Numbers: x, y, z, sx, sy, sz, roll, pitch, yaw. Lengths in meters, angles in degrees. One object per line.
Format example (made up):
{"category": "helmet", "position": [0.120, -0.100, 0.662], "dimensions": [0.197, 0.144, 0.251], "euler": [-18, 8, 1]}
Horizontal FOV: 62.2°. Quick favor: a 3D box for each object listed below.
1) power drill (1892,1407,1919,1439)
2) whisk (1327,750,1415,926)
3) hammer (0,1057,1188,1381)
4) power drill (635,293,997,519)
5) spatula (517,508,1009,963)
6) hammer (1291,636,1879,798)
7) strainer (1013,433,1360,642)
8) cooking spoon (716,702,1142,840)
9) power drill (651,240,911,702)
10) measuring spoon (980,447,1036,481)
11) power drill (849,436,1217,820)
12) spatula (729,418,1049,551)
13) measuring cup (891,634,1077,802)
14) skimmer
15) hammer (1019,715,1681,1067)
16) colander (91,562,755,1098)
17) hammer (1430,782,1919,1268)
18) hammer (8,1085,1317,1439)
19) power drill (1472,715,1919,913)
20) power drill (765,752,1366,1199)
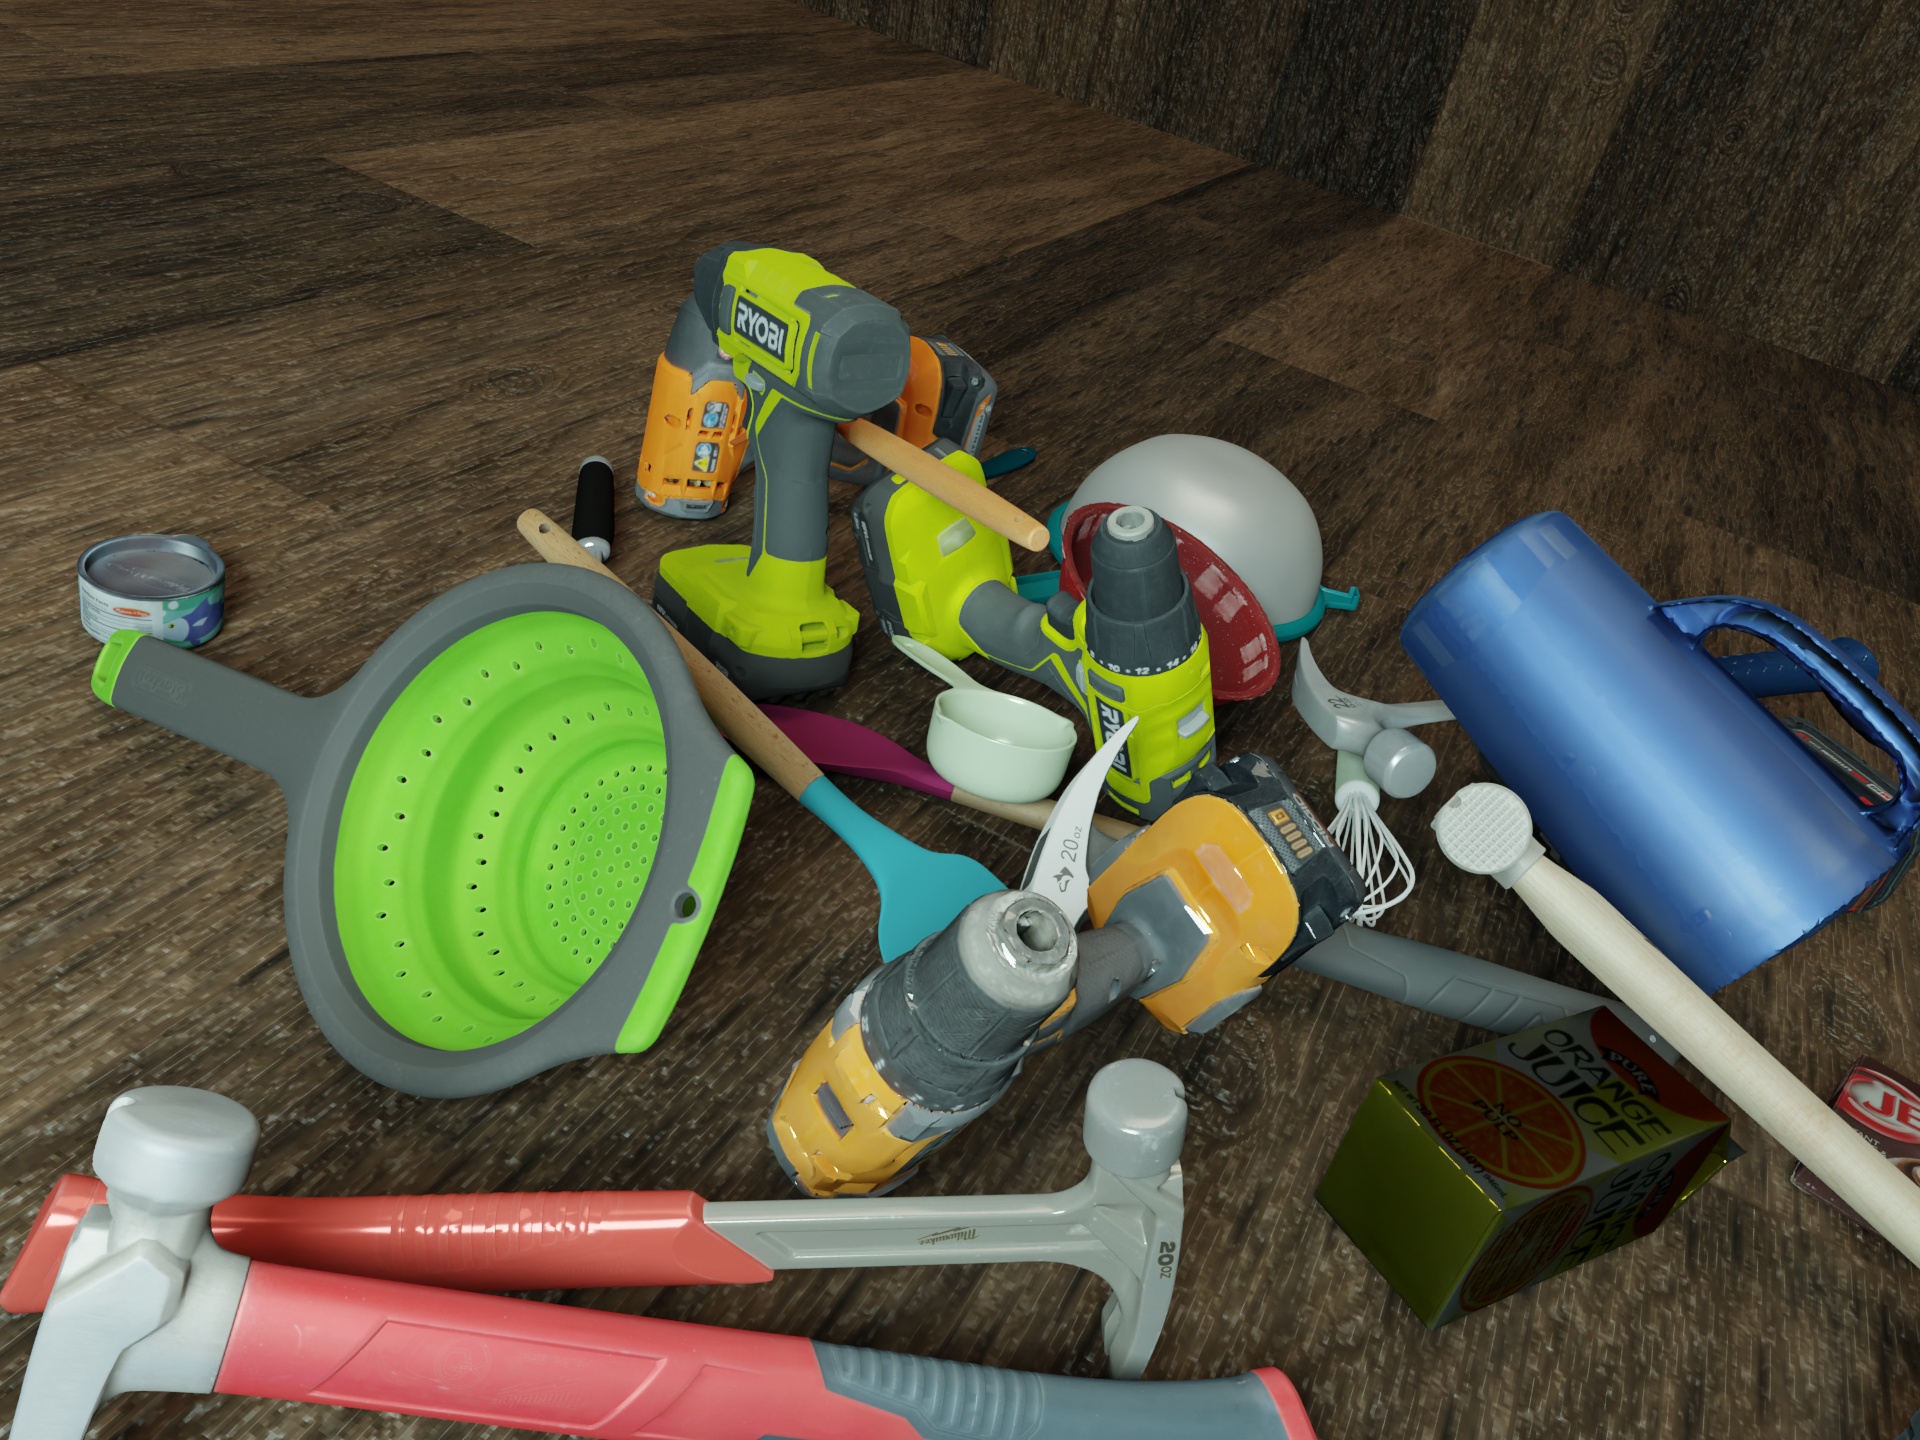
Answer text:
{"category": "power drill", "position": [0.429, 0.289, 0.513], "dimensions": [0.219, 0.143, 0.079], "euler": [17, 34, 5]}
{"category": "whisk", "position": [0.225, 0.048, 0.899], "dimensions": [0.059, 0.057, 0.246], "euler": [-9, 21, 18]}
{"category": "hammer", "position": [-0.110, 0.172, 0.509], "dimensions": [0.359, 0.149, 0.037], "euler": [0, 36, -5]}
{"category": "power drill", "position": [-0.094, -0.213, 1.057], "dimensions": [0.226, 0.164, 0.084], "euler": [-2, 33, -30]}
{"category": "spatula", "position": [-0.085, 0.018, 0.693], "dimensions": [0.317, 0.044, 0.082], "euler": [43, 66, 12]}
{"category": "hammer", "position": [0.392, -0.020, 0.977], "dimensions": [0.405, 0.035, 0.144], "euler": [-6, 28, -20]}
{"category": "strainer", "position": [0.128, -0.135, 1.097], "dimensions": [0.340, 0.095, 0.211], "euler": [-14, 42, -42]}
{"category": "cooking spoon", "position": [0.021, 0.043, 0.837], "dimensions": [0.319, 0.017, 0.069], "euler": [17, 21, 1]}
{"category": "power drill", "position": [-0.106, -0.138, 0.862], "dimensions": [0.080, 0.223, 0.171], "euler": [-10, 34, -35]}
{"category": "measuring spoon", "position": [0.025, -0.202, 1.226], "dimensions": [0.042, 0.021, 0.128], "euler": [30, 35, 22]}
{"category": "power drill", "position": [0.043, -0.066, 0.866], "dimensions": [0.080, 0.190, 0.229], "euler": [-37, 49, -22]}
{"category": "spatula", "position": [-0.040, -0.143, 0.870], "dimensions": [0.081, 0.041, 0.323], "euler": [-33, 38, -14]}
{"category": "measuring cup", "position": [-0.001, -0.003, 0.862], "dimensions": [0.083, 0.038, 0.168], "euler": [3, 21, -31]}
{"category": "skimmer", "position": [-0.208, -0.091, 0.874], "dimensions": [0.127, 0.090, 0.364], "euler": [-6, 34, -7]}
{"category": "hammer", "position": [0.192, 0.107, 0.755], "dimensions": [0.334, 0.035, 0.146], "euler": [17, 64, -8]}
{"category": "colander", "position": [-0.227, 0.028, 0.673], "dimensions": [0.397, 0.204, 0.094], "euler": [17, -8, 32]}
{"category": "hammer", "position": [0.365, 0.177, 0.676], "dimensions": [0.411, 0.038, 0.146], "euler": [45, 10, 16]}
{"category": "hammer", "position": [-0.062, 0.214, 0.471], "dimensions": [0.386, 0.143, 0.038], "euler": [17, 4, -20]}
{"category": "power drill", "position": [0.440, 0.053, 0.964], "dimensions": [0.226, 0.080, 0.188], "euler": [-5, 36, -26]}
{"category": "power drill", "position": [0.049, 0.086, 0.588], "dimensions": [0.226, 0.185, 0.084], "euler": [-21, 69, -35]}
